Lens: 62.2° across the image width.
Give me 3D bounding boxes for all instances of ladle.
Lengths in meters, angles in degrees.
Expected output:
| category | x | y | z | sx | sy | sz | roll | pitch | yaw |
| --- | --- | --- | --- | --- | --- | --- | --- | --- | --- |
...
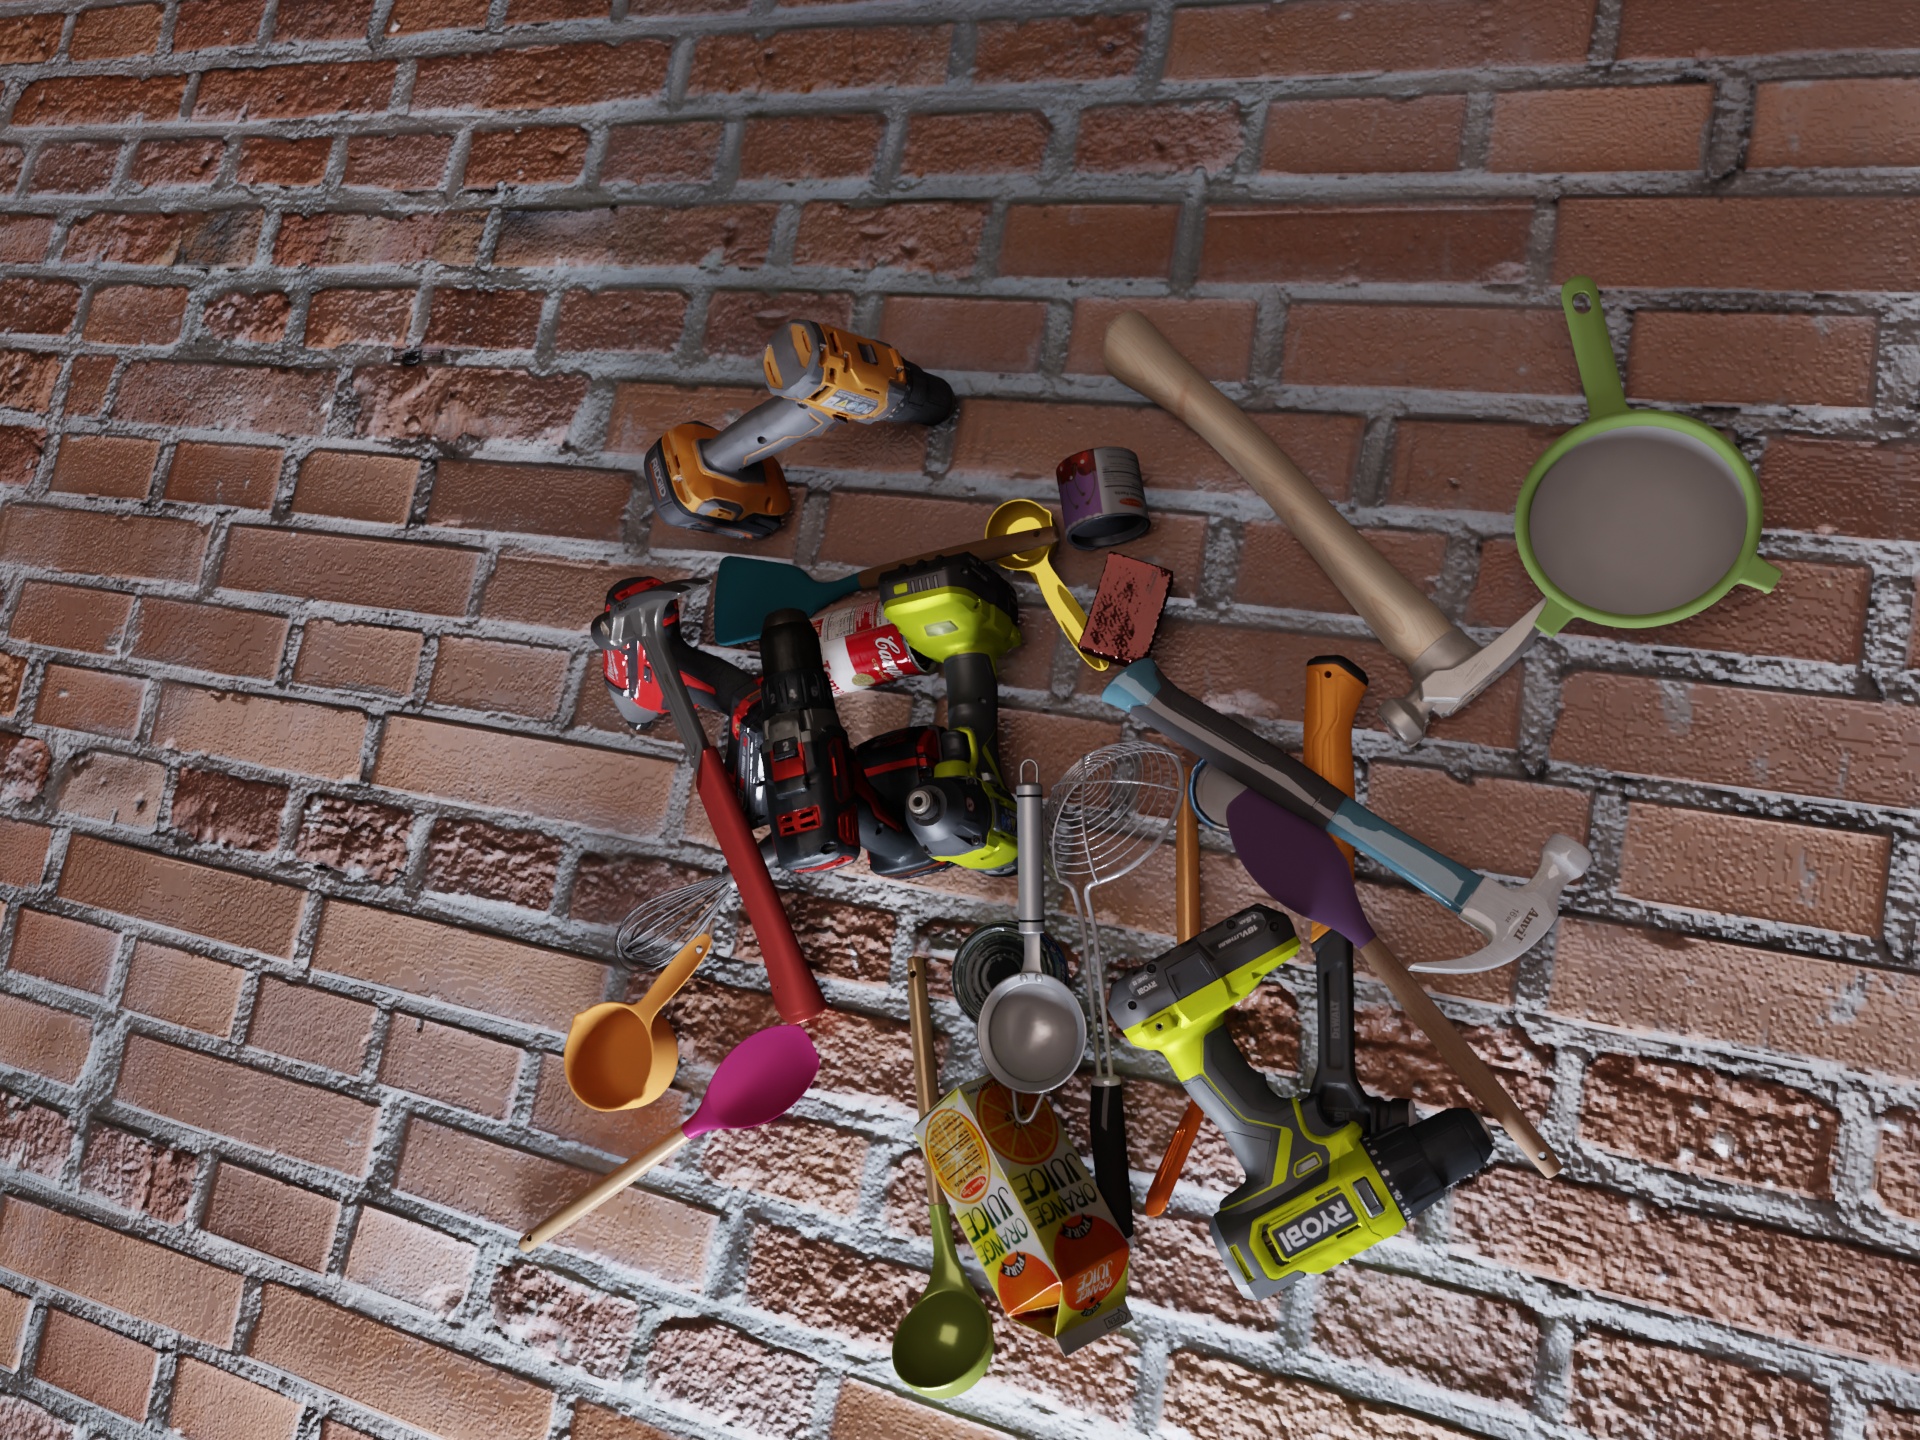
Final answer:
| category | x | y | z | sx | sy | sz | roll | pitch | yaw |
| --- | --- | --- | --- | --- | --- | --- | --- | --- | --- |
| ladle | -0.024 | 0.336 | 1.194 | 0.078 | 0.062 | 0.320 | -12 | 72 | 20 |

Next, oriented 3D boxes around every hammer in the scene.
| category | x | y | z | sx | sy | sz | roll | pitch | yaw |
| --- | --- | --- | --- | --- | --- | --- | --- | --- | --- |
| hammer | -0.179 | 0.067 | 1.237 | 0.149 | 0.036 | 0.359 | -13 | 101 | 50 |
| hammer | 0.243 | 0.054 | 1.074 | 0.331 | 0.033 | 0.128 | 33 | 84 | 17 |
| hammer | 0.253 | -0.176 | 1.189 | 0.146 | 0.038 | 0.411 | -42 | 67 | 9 |
| hammer | 0.251 | 0.123 | 1.109 | 0.127 | 0.034 | 0.337 | -1 | 86 | 21 |

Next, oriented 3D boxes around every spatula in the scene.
| category | x | y | z | sx | sy | sz | roll | pitch | yaw |
| --- | --- | --- | --- | --- | --- | --- | --- | --- | --- |
| spatula | -0.065 | -0.121 | 1.294 | 0.317 | 0.044 | 0.082 | -11 | 68 | 31 |
| spatula | 0.287 | 0.171 | 1.063 | 0.060 | 0.018 | 0.316 | -40 | 73 | 8 |
| spatula | 0.157 | 0.190 | 1.149 | 0.041 | 0.081 | 0.323 | 2 | 74 | -2 |

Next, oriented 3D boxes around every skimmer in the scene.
| category | x | y | z | sx | sy | sz | roll | pitch | yaw |
| --- | --- | --- | --- | --- | --- | --- | --- | --- | --- |
| skimmer | 0.121 | 0.198 | 1.168 | 0.127 | 0.090 | 0.363 | -7 | 87 | 47 |

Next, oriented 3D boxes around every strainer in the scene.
| category | x | y | z | sx | sy | sz | roll | pitch | yaw |
| --- | --- | --- | --- | --- | --- | --- | --- | --- | --- |
| strainer | 0.449 | -0.178 | 1.088 | 0.151 | 0.069 | 0.256 | -12 | 73 | 19 |
| strainer | 0.054 | 0.156 | 1.147 | 0.087 | 0.050 | 0.258 | -3 | 85 | 27 |

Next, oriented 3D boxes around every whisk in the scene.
| category | x | y | z | sx | sy | sz | roll | pitch | yaw |
| --- | --- | --- | --- | --- | --- | --- | --- | --- | --- |
| whisk | -0.187 | 0.132 | 1.310 | 0.239 | 0.055 | 0.055 | -35 | 68 | 8 |

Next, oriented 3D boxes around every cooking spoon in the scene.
| category | x | y | z | sx | sy | sz | roll | pitch | yaw |
| --- | --- | --- | --- | --- | --- | --- | --- | --- | --- |
| cooking spoon | -0.243 | 0.350 | 1.304 | 0.319 | 0.017 | 0.069 | -36 | 67 | 12 |

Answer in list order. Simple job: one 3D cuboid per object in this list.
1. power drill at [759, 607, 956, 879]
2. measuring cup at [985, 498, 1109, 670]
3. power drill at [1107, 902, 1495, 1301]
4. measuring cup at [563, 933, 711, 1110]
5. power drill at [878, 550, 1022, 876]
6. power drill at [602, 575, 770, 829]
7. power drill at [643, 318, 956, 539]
| category | x | y | z | sx | sy | sz | roll | pitch | yaw |
| --- | --- | --- | --- | --- | --- | --- | --- | --- | --- |
| power drill | -0.080 | 0.026 | 1.184 | 0.080 | 0.226 | 0.188 | -15 | 74 | 20 |
| measuring cup | 0.076 | -0.105 | 1.261 | 0.062 | 0.029 | 0.156 | -34 | 80 | 16 |
| power drill | 0.219 | 0.240 | 1.051 | 0.190 | 0.080 | 0.229 | -30 | 79 | 4 |
| measuring cup | -0.250 | 0.245 | 1.310 | 0.095 | 0.052 | 0.173 | 42 | 95 | 24 |
| power drill | -0.002 | -0.004 | 1.191 | 0.080 | 0.171 | 0.223 | -12 | 72 | 21 |
| power drill | -0.212 | -0.013 | 1.312 | 0.220 | 0.078 | 0.143 | 34 | 133 | 27 |
| power drill | -0.128 | -0.236 | 1.311 | 0.226 | 0.185 | 0.084 | -31 | 68 | 35 |
